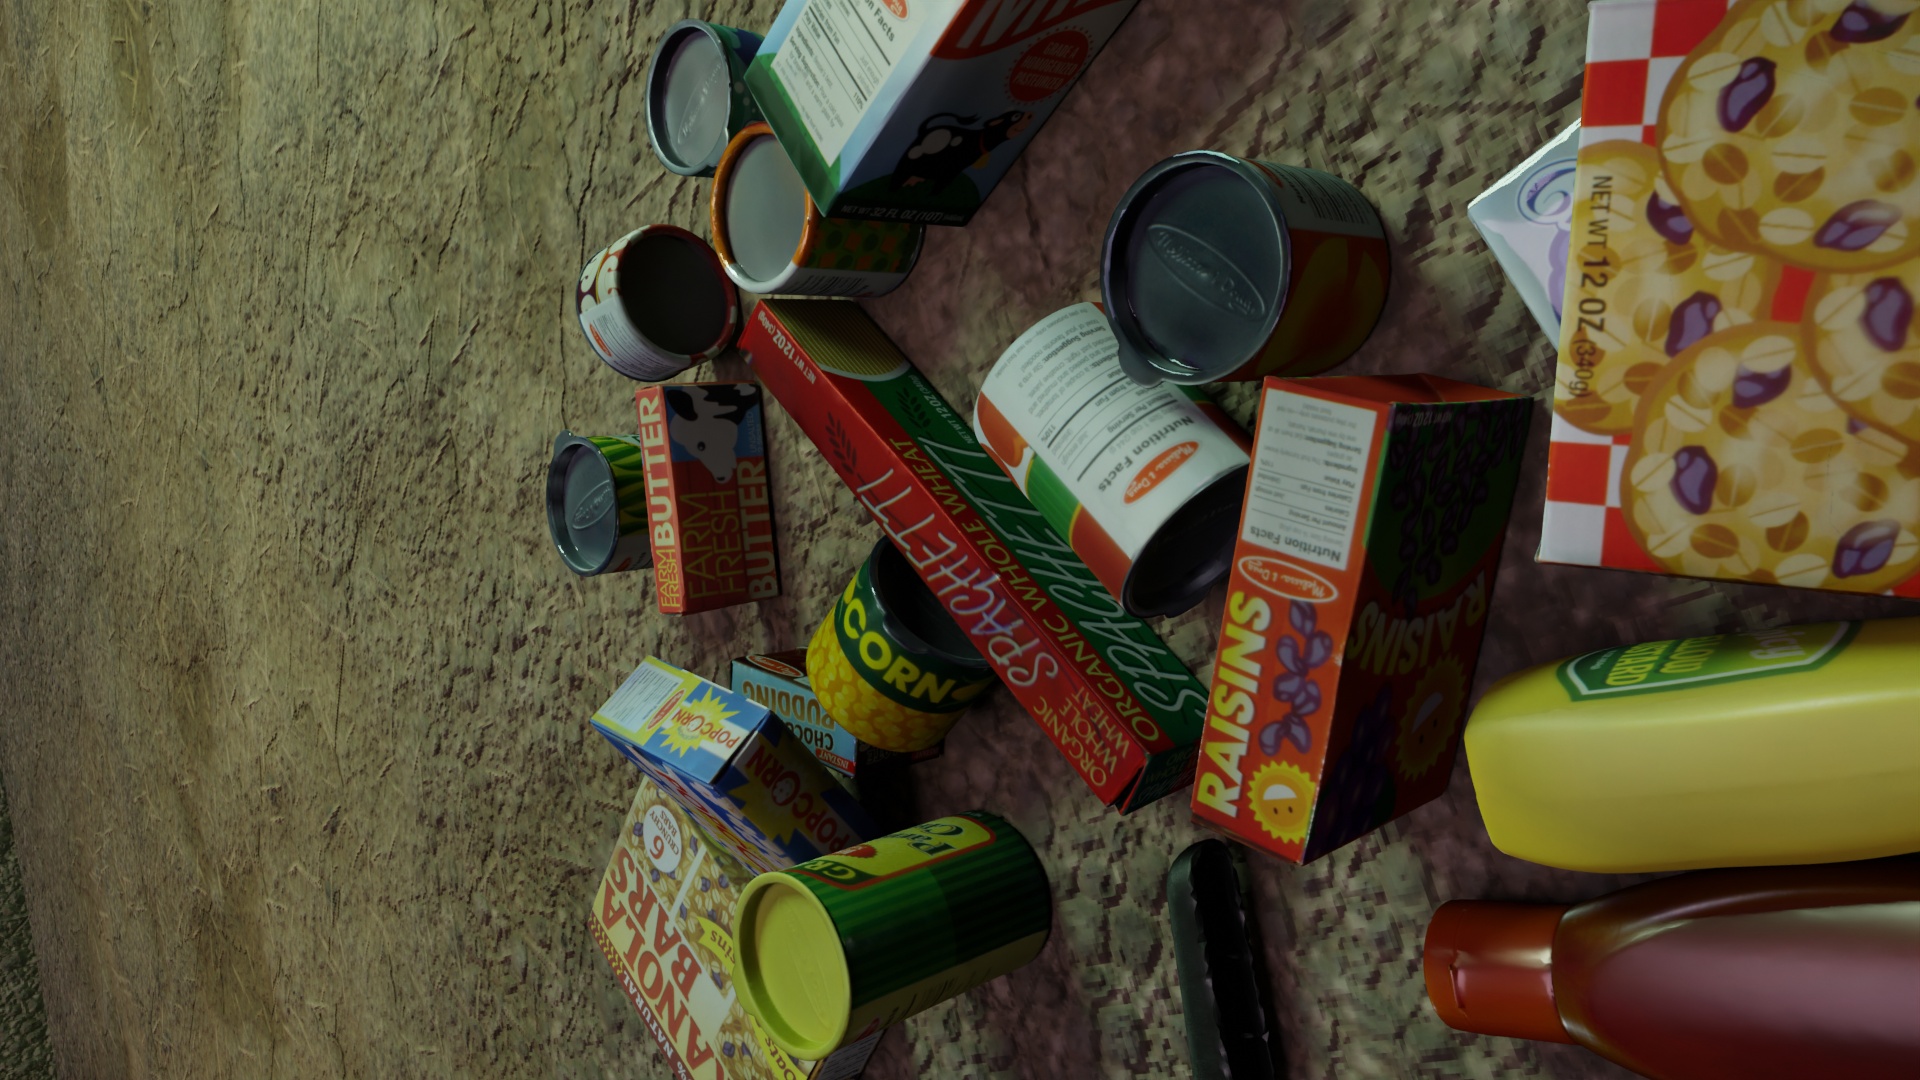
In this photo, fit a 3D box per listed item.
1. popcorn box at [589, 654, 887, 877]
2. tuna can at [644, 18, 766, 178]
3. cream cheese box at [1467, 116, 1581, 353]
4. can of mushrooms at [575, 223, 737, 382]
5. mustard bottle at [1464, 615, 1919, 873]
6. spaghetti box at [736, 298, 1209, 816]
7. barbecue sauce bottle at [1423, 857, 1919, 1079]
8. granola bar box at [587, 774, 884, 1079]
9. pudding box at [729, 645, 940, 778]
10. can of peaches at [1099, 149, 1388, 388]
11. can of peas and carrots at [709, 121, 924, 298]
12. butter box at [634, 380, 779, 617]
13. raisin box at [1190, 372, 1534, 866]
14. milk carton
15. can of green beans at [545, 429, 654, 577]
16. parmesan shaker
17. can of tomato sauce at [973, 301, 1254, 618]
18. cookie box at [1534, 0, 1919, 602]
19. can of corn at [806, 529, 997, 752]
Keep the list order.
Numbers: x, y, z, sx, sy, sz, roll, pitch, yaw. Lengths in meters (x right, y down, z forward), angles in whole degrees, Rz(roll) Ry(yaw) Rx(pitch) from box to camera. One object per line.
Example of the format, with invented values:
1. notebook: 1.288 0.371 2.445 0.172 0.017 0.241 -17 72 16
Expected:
1. popcorn box: -0.082 0.107 0.571 0.085 0.038 0.126 15 150 44
2. tuna can: -0.106 -0.191 0.611 0.071 0.033 0.071 8 101 45
3. cream cheese box: 0.177 -0.058 0.348 0.053 0.024 0.104 -39 68 39
4. can of mushrooms: -0.136 -0.109 0.630 0.033 0.071 0.071 -13 86 46
5. mustard bottle: 0.201 0.043 0.313 0.160 0.065 0.048 -15 94 40
6. spaghetti box: 0.002 -0.006 0.514 0.251 0.050 0.028 50 128 29
7. barbecue sauce bottle: 0.191 0.111 0.344 0.148 0.044 0.065 -12 87 46
8. granola bar box: -0.112 0.202 0.664 0.166 0.039 0.123 46 125 32
9. pudding box: -0.053 0.069 0.579 0.084 0.050 0.030 15 105 42
10. can of peaches: 0.084 -0.078 0.416 0.071 0.058 0.071 9 102 44
11. can of peas and carrots: -0.058 -0.132 0.551 0.071 0.059 0.071 8 101 44
12. butter box: -0.114 -0.020 0.627 0.024 0.053 0.103 -3 93 47
13. raisin box: 0.110 0.018 0.382 0.040 0.086 0.123 19 109 40
14. milk carton: 0.011 -0.198 0.465 0.189 0.072 0.073 -47 63 39
15. can of green beans: -0.157 -0.019 0.666 0.071 0.058 0.071 8 101 45
16. parmesan shaker: -0.026 0.145 0.524 0.071 0.103 0.071 7 100 44
17. can of tomato sauce: 0.054 -0.026 0.450 0.083 0.071 0.070 50 127 29
18. cookie box: 0.211 -0.048 0.277 0.167 0.040 0.122 7 101 29
19. can of corn: -0.019 0.039 0.526 0.071 0.071 0.058 56 131 24
